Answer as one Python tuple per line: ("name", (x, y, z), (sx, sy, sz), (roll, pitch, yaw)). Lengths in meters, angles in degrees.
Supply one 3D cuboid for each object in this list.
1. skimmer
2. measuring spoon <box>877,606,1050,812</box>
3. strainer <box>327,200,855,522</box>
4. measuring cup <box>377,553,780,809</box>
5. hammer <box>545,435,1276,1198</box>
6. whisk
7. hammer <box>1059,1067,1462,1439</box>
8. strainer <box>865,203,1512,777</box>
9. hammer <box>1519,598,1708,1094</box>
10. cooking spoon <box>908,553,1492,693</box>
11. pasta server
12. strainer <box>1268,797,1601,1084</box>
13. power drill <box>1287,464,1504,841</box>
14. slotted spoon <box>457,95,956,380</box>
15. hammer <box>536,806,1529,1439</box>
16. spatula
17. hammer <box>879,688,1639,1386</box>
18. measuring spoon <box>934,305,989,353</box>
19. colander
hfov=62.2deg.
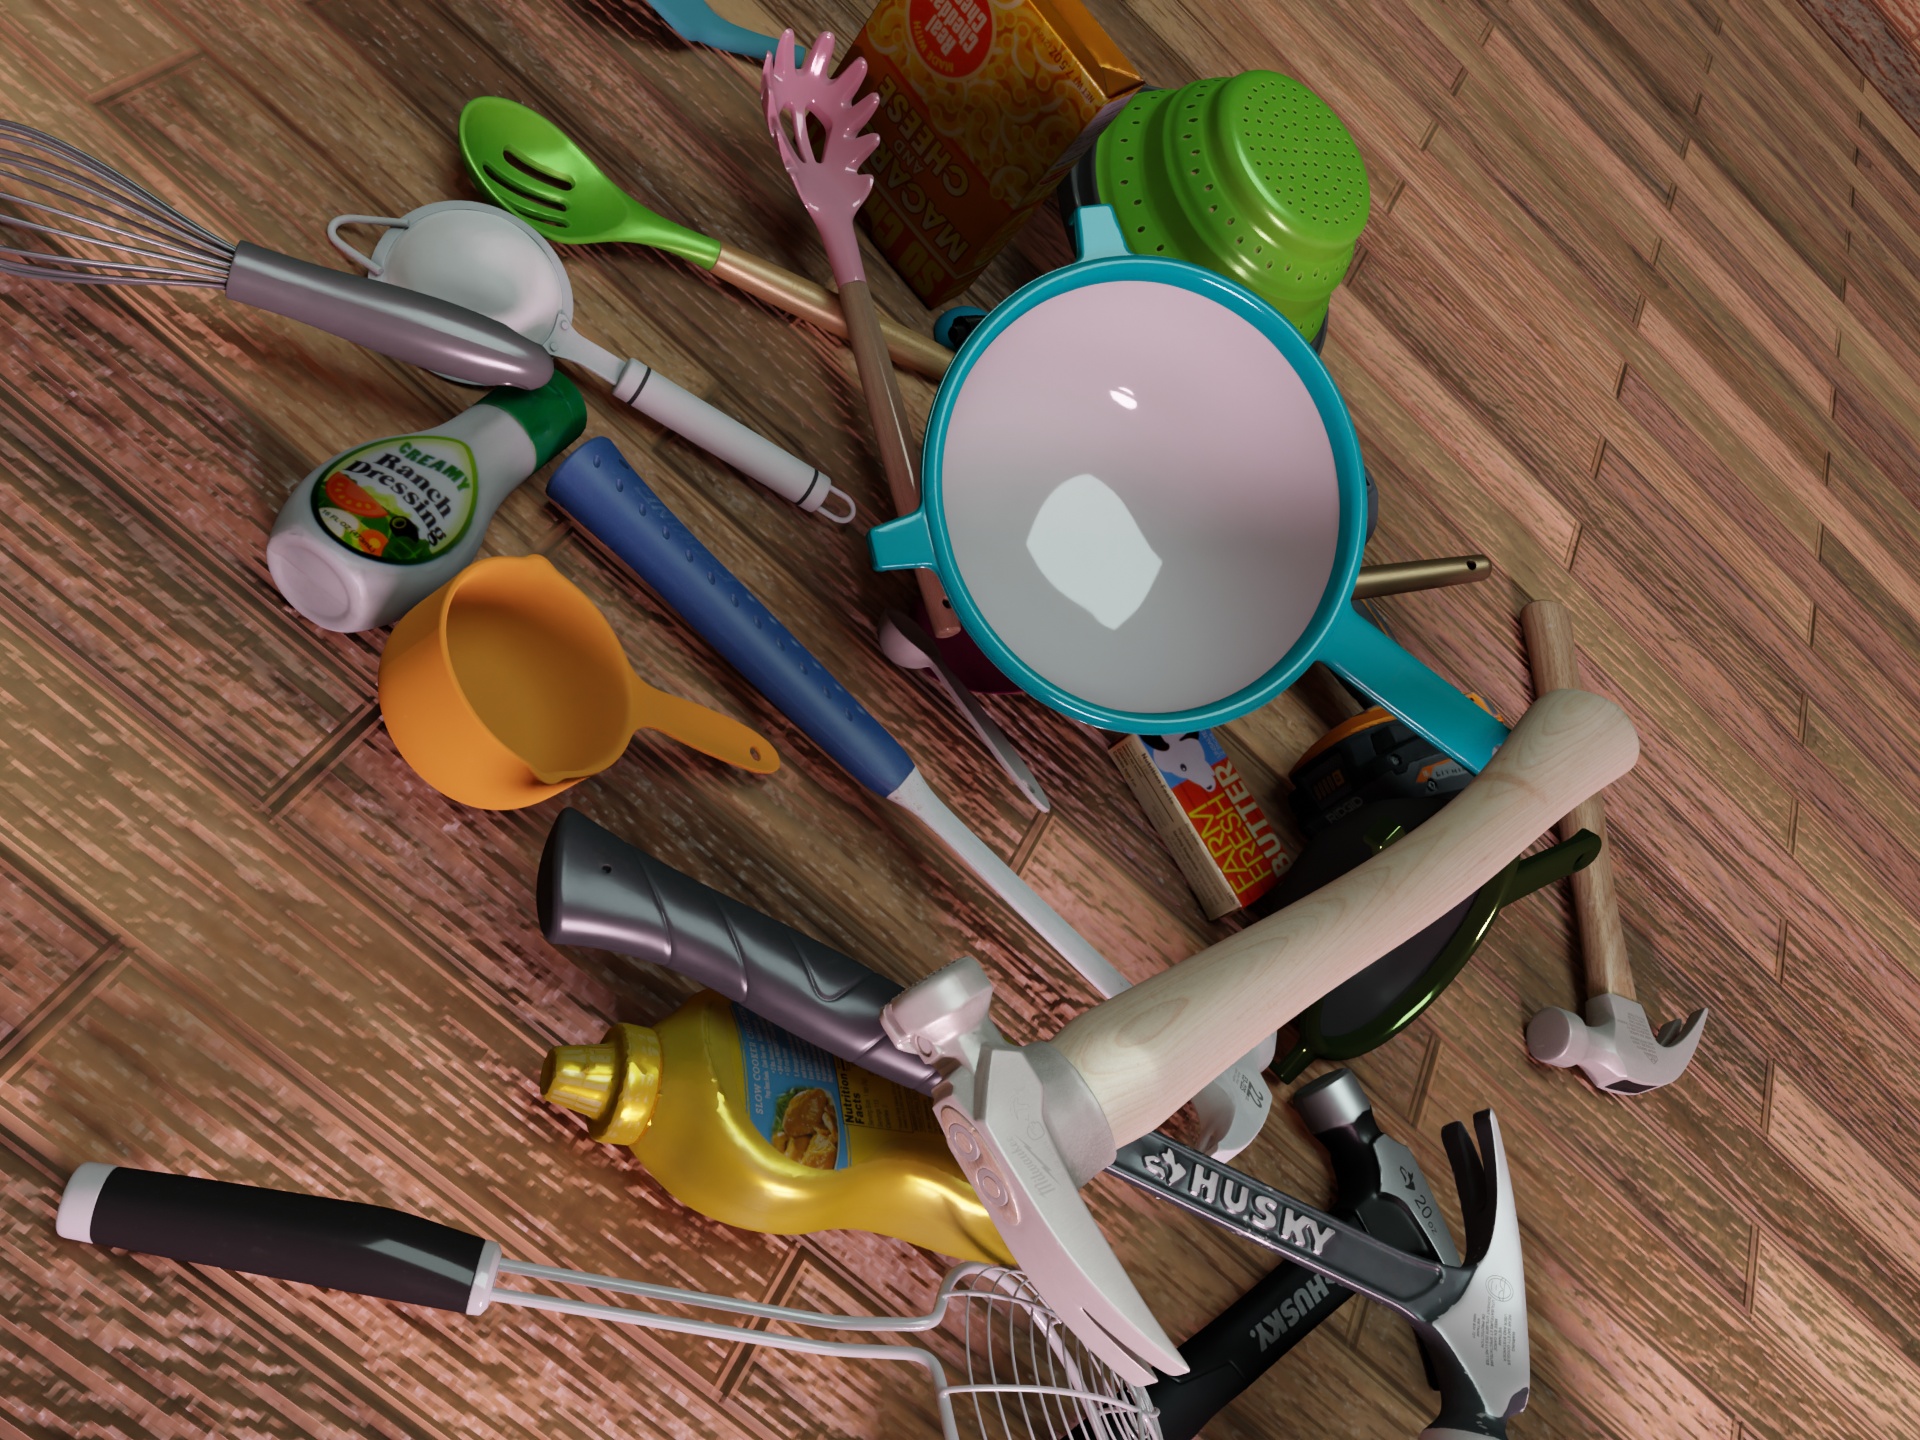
("skimmer", (-0.097, 0.210, 0.510), (0.363, 0.090, 0.127), (15, 28, -10))
("measuring spoon", (-0.001, -0.002, 0.723), (0.124, 0.018, 0.034), (52, 18, 21))
("strainer", (-0.152, -0.157, 0.707), (0.258, 0.050, 0.087), (29, 66, -24))
("measuring cup", (-0.145, 0.001, 0.619), (0.173, 0.052, 0.095), (26, 47, -49))
("hammer", (-0.018, 0.035, 0.673), (0.405, 0.035, 0.144), (44, 23, -3))
("whisk", (-0.273, -0.168, 0.601), (0.238, 0.055, 0.055), (15, 57, -21))
("hammer", (0.099, 0.272, 0.644), (0.334, 0.035, 0.146), (-20, 77, -41))
("strainer", (0.124, -0.063, 0.749), (0.340, 0.095, 0.211), (34, 78, -14))
("hammer", (0.383, 0.067, 0.975), (0.130, 0.031, 0.332), (21, 54, -25))
("cooking spoon", (0.128, -0.059, 0.801), (0.319, 0.017, 0.069), (-8, 72, -16))
("pasta server", (-0.044, -0.192, 0.779), (0.060, 0.040, 0.316), (-8, 76, -28))
("strainer", (0.238, 0.078, 0.810), (0.256, 0.151, 0.069), (-13, 39, -40))
("power drill", (0.193, -0.047, 0.871), (0.164, 0.084, 0.227), (-8, 66, -36))
("slotted spoon", (-0.099, -0.218, 0.789), (0.313, 0.031, 0.070), (18, 55, -29))
("hammer", (0.036, 0.137, 0.571), (0.408, 0.036, 0.149), (29, 53, -10))
("spatula", (-0.062, -0.365, 0.890), (0.317, 0.044, 0.082), (16, 51, -30))
("hammer", (0.162, 0.085, 0.625), (0.410, 0.038, 0.146), (-24, 76, -37))
("measuring spoon", (0.039, -0.223, 0.895), (0.128, 0.021, 0.042), (-21, 79, -40))
("colander", (0.119, -0.244, 0.849), (0.204, 0.094, 0.397), (48, 53, -10))
